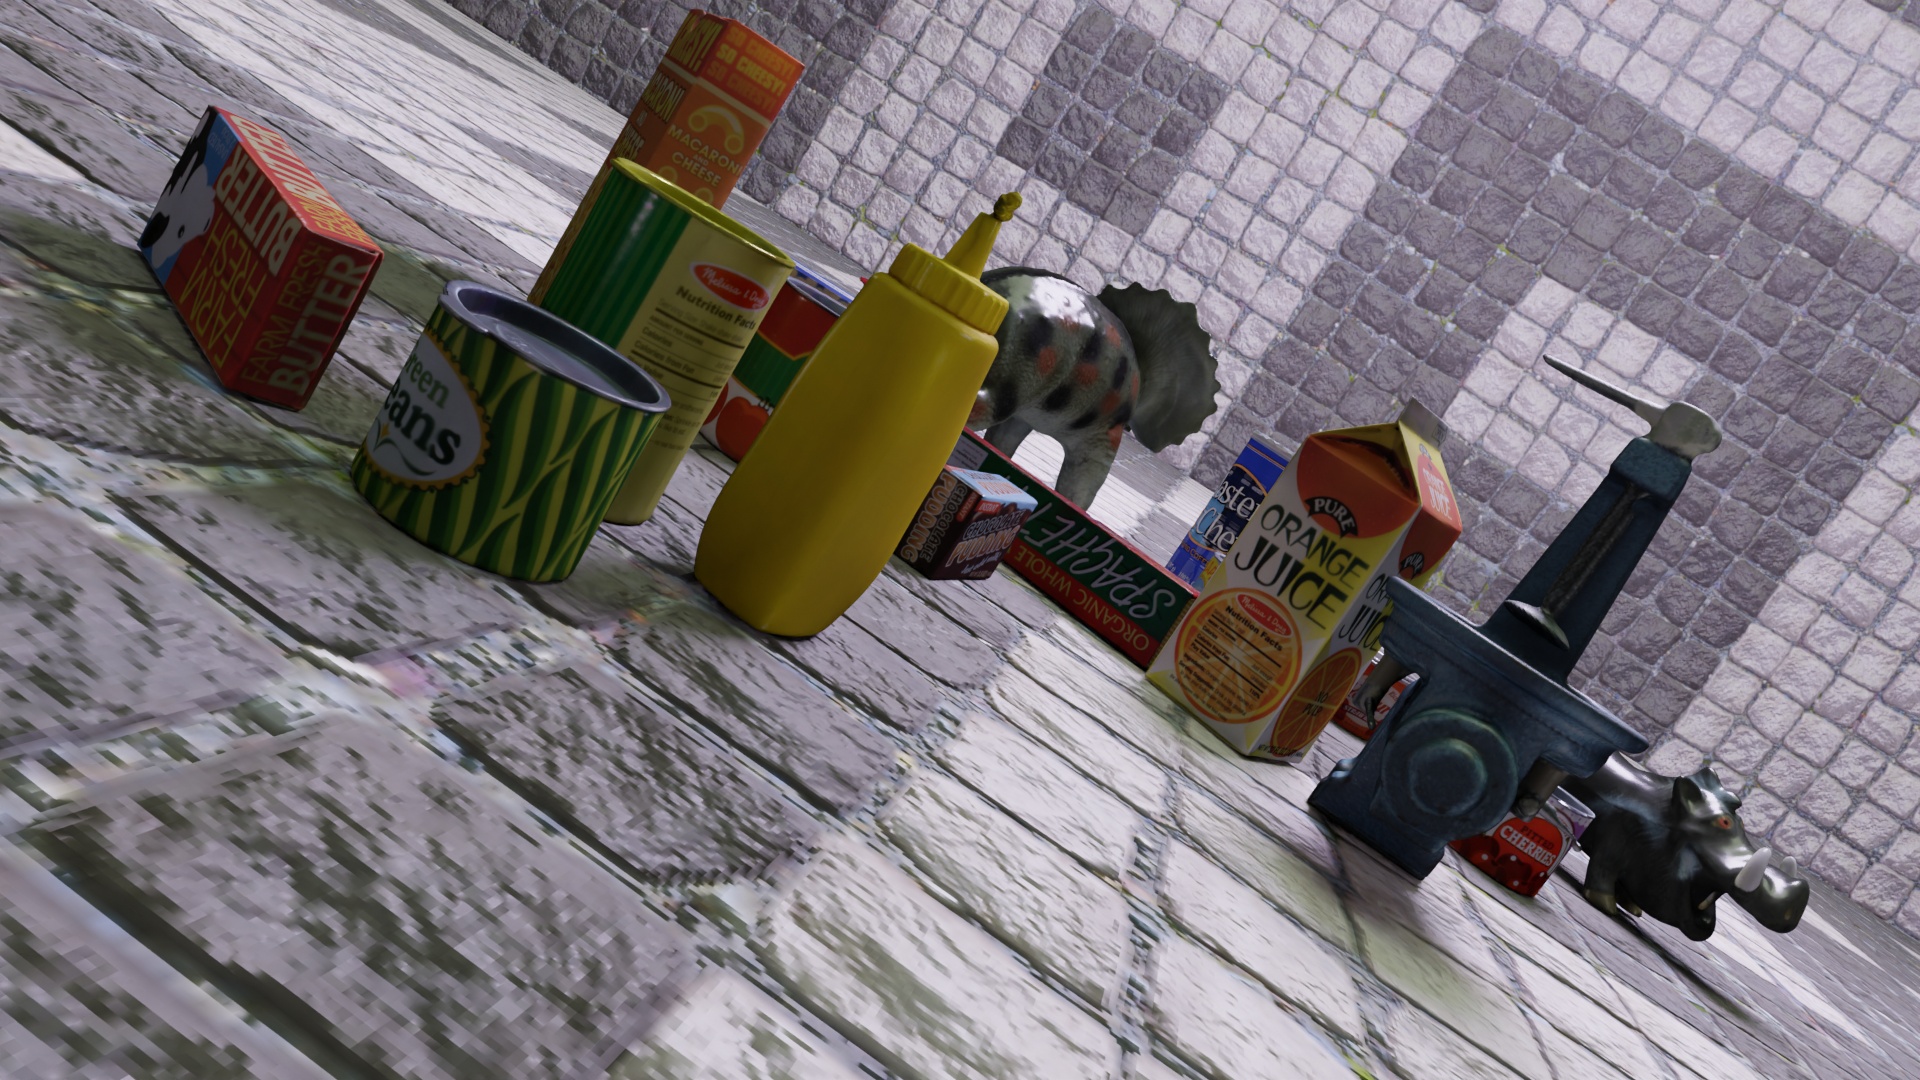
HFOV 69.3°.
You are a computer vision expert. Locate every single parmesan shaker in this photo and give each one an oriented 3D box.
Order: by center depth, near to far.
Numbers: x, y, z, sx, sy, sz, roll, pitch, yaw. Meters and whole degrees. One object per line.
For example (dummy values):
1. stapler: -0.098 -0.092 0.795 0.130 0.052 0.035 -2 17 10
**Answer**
1. parmesan shaker: -0.111 -0.066 0.462 0.071 0.103 0.071 31 10 -6

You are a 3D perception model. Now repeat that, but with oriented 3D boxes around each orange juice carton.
1. orange juice carton: 0.186 0.016 0.711 0.073 0.192 0.072 39 12 35

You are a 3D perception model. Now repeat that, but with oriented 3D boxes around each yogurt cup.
1. yogurt cup: 0.278 0.102 0.968 0.072 0.054 0.072 31 10 -6

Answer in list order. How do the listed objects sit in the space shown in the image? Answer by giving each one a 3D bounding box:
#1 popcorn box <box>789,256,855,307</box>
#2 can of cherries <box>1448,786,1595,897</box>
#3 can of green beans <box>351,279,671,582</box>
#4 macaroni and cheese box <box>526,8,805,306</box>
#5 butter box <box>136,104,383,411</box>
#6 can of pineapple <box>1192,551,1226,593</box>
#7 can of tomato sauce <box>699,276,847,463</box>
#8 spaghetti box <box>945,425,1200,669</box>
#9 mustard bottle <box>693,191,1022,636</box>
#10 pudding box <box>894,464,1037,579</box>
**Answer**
1. popcorn box: -0.067 -0.085 0.736 0.127 0.085 0.038 32 9 -2
2. can of cherries: 0.314 0.160 0.789 0.071 0.058 0.071 31 10 -6
3. can of green beans: -0.123 -0.030 0.381 0.071 0.057 0.071 31 10 -6
4. macaroni and cheese box: -0.141 -0.158 0.633 0.040 0.166 0.124 28 11 -27
5. butter box: -0.207 -0.084 0.406 0.024 0.053 0.104 21 15 -50
6. can of pineapple: 0.180 0.048 0.922 0.071 0.057 0.071 31 10 -6
7. can of tomato sauce: -0.075 -0.073 0.658 0.071 0.083 0.071 31 10 -6
8. spaghetti box: 0.030 -0.015 0.796 0.250 0.050 0.029 37 11 26
9. mustard bottle: -0.026 -0.044 0.452 0.049 0.160 0.065 36 10 19
10. pudding box: 0.002 -0.009 0.682 0.030 0.049 0.084 35 10 18
